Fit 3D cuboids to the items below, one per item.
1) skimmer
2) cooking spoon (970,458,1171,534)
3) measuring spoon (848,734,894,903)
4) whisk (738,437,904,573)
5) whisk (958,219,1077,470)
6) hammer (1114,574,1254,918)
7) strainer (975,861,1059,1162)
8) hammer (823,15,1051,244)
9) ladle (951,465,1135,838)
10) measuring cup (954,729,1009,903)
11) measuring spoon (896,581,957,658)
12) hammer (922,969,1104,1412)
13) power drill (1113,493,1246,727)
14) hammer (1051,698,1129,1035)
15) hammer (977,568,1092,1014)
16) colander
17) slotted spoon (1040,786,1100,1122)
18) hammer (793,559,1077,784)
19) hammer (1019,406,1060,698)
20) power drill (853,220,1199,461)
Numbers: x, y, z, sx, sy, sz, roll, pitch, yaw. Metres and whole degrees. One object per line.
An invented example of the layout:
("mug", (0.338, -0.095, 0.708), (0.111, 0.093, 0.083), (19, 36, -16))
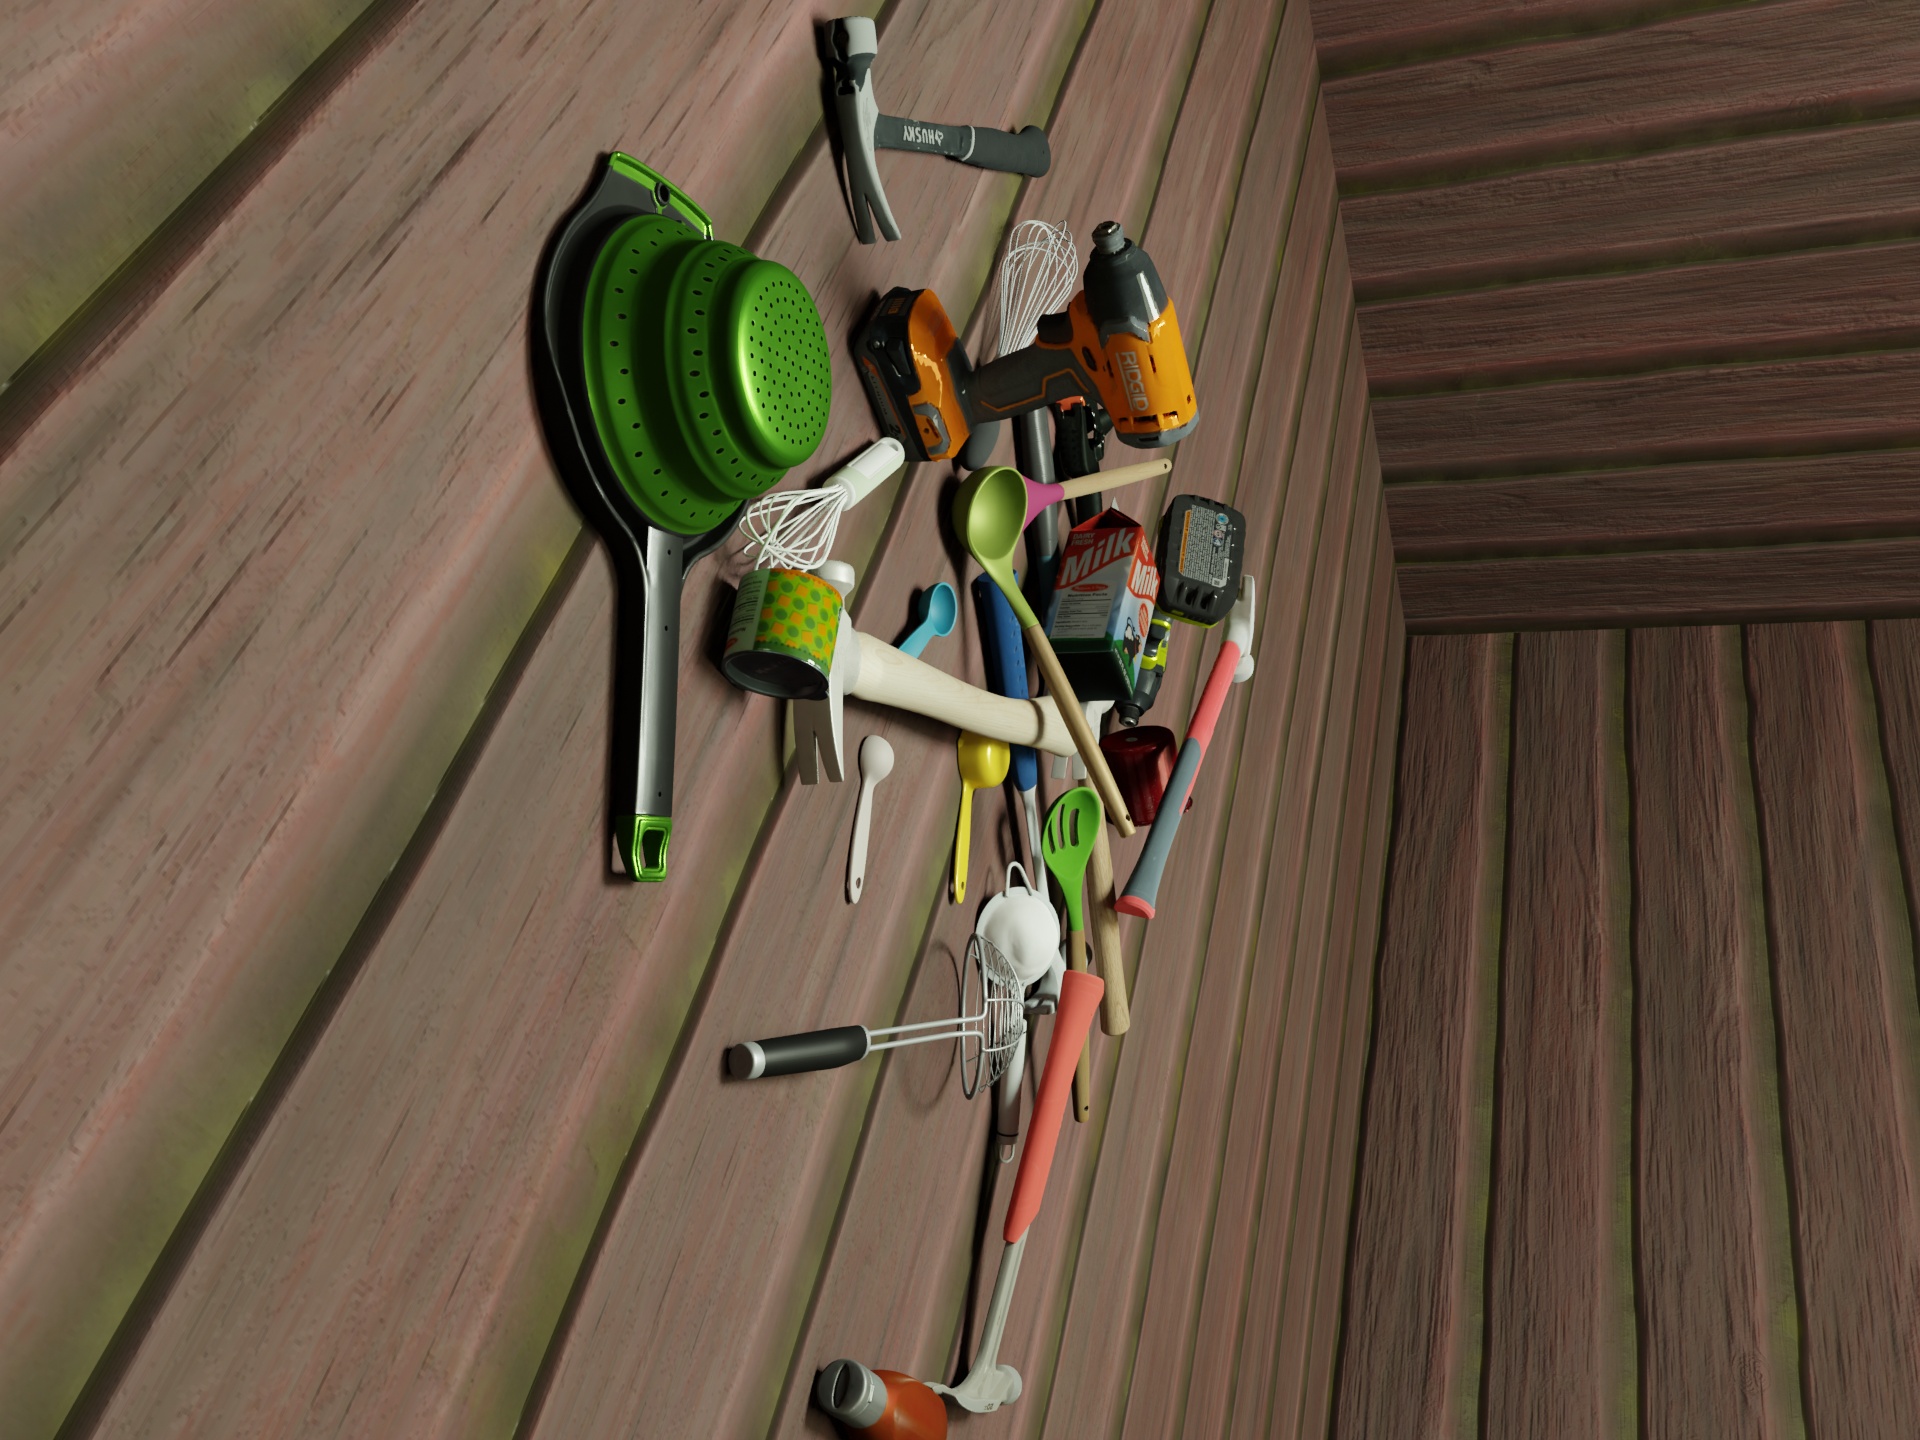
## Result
("skimmer", (-0.059, 0.219, 1.123), (0.363, 0.090, 0.127), (8, 84, -57))
("cooking spoon", (0.103, -0.210, 1.437), (0.319, 0.017, 0.068), (-22, 108, -48))
("measuring spoon", (-0.063, 0.070, 1.131), (0.034, 0.018, 0.124), (43, 50, -60))
("whisk", (-0.084, -0.150, 1.060), (0.059, 0.058, 0.246), (-59, 178, 29))
("whisk", (0.044, -0.326, 1.366), (0.070, 0.070, 0.285), (59, 42, -50))
("hammer", (0.224, 0.026, 1.555), (0.143, 0.038, 0.387), (80, 28, -47))
("strainer", (0.049, 0.252, 1.349), (0.086, 0.050, 0.258), (0, 97, -31))
("hammer", (-0.002, -0.461, 1.280), (0.409, 0.036, 0.149), (-36, 123, -63))
("ladle", (0.077, -0.056, 1.285), (0.078, 0.062, 0.320), (-20, 84, -48))
("measuring cup", (0.016, 0.074, 1.303), (0.062, 0.029, 0.157), (45, 47, -59))
("measuring spoon", (-0.040, -0.061, 1.203), (0.129, 0.021, 0.042), (-53, 137, -42))
("hammer", (0.055, 0.381, 1.316), (0.149, 0.037, 0.359), (46, 56, -59))
("power drill", (0.206, -0.107, 1.600), (0.223, 0.080, 0.171), (116, -12, -58))
("hammer", (0.128, 0.136, 1.477), (0.130, 0.031, 0.331), (-37, 122, -65))
("hammer", (0.059, 0.070, 1.399), (0.144, 0.035, 0.405), (-44, 129, -61))
("colander", (-0.135, -0.111, 0.868), (0.204, 0.094, 0.397), (14, 76, -67))
("slotted spoon", (0.100, 0.209, 1.407), (0.070, 0.031, 0.313), (-13, 105, -39))
("hammer", (-0.002, -0.004, 1.200), (0.410, 0.038, 0.146), (17, 70, -61))
("hammer", (0.078, -0.166, 1.460), (0.128, 0.033, 0.331), (-34, 120, -63))
("power drill", (0.045, -0.267, 1.133), (0.084, 0.226, 0.164), (-69, 149, -42))
